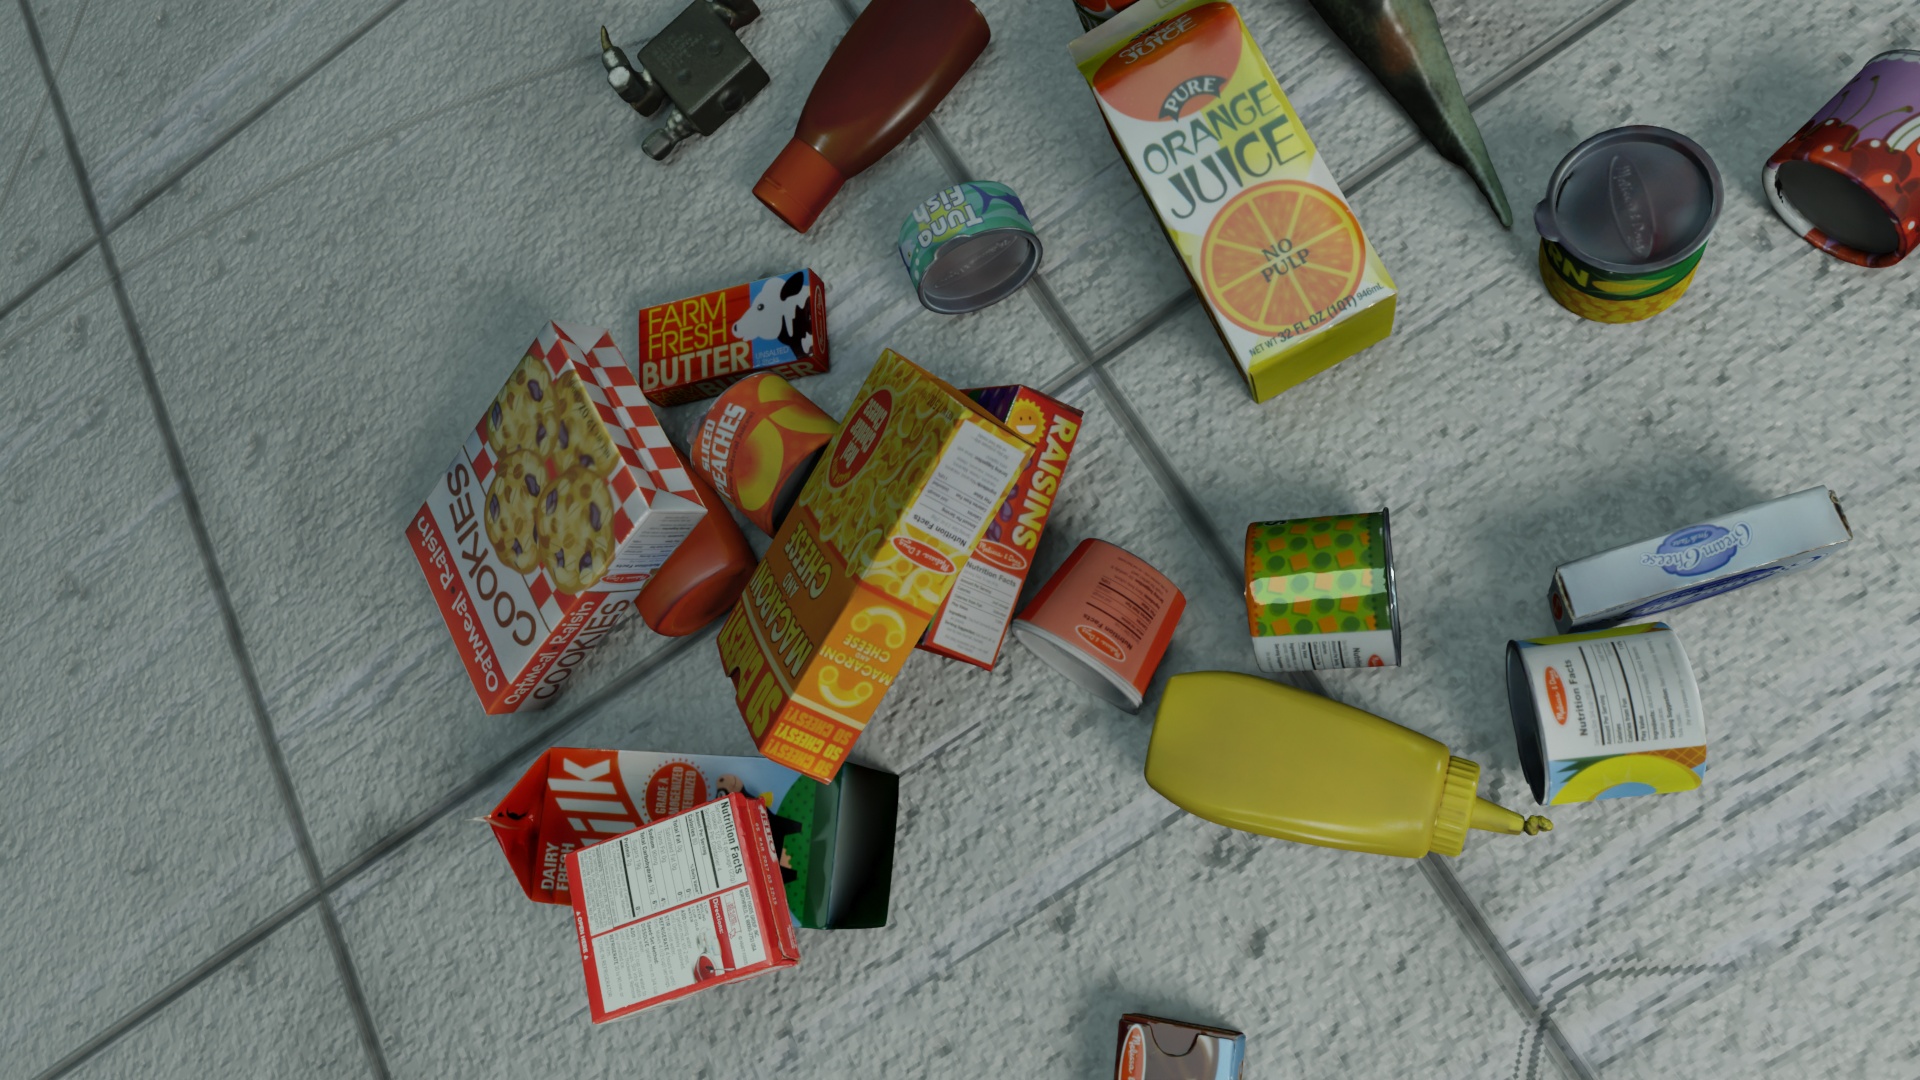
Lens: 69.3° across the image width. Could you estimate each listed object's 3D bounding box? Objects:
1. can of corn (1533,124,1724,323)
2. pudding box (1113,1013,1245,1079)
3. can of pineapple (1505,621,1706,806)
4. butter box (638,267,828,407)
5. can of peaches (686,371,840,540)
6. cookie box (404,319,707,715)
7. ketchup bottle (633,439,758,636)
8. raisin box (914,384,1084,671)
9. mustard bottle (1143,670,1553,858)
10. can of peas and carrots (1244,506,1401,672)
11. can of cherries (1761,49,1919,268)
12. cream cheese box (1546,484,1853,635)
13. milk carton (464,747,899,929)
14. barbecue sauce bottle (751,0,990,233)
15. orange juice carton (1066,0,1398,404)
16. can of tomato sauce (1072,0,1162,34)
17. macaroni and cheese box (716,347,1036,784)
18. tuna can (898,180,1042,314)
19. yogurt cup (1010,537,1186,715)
[{"bbox_3d":[0.281,-0.132,0.592,0.071,0.058,0.071,-5,74,18],"label":"can of corn"},{"bbox_3d":[0.088,0.241,0.571,0.049,0.030,0.084,3,76,21],"label":"pudding box"},{"bbox_3d":[0.250,0.068,0.544,0.058,0.071,0.071,-9,73,13],"label":"can of pineapple"},{"bbox_3d":[-0.122,-0.108,0.743,0.103,0.024,0.053,-11,72,16],"label":"butter box"},{"bbox_3d":[-0.092,-0.041,0.689,0.058,0.071,0.071,39,90,23],"label":"can of peaches"},{"bbox_3d":[-0.210,-0.009,0.705,0.166,0.040,0.123,-46,64,28],"label":"cookie box"},{"bbox_3d":[-0.164,-0.025,0.724,0.064,0.043,0.149,-40,66,14],"label":"ketchup bottle"},{"bbox_3d":[0.002,-0.008,0.641,0.086,0.040,0.123,5,73,64],"label":"raisin box"},{"bbox_3d":[0.159,0.099,0.575,0.160,0.048,0.065,14,81,21],"label":"mustard bottle"},{"bbox_3d":[0.154,0.020,0.590,0.058,0.071,0.071,-5,74,18],"label":"can of peas and carrots"},{"bbox_3d":[0.374,-0.152,0.560,0.058,0.071,0.071,-44,66,4],"label":"can of cherries"},{"bbox_3d":[0.289,0.010,0.553,0.104,0.053,0.024,-19,72,13],"label":"cream cheese box"},{"bbox_3d":[-0.132,0.138,0.652,0.190,0.072,0.073,0,76,19],"label":"milk carton"},{"bbox_3d":[-0.052,-0.233,0.744,0.065,0.043,0.148,39,91,24],"label":"barbecue sauce bottle"},{"bbox_3d":[0.120,-0.166,0.633,0.072,0.073,0.193,-28,78,10],"label":"orange juice carton"},{"bbox_3d":[0.085,-0.279,0.687,0.071,0.083,0.071,-5,74,18],"label":"can of tomato sauce"},{"bbox_3d":[-0.045,0.005,0.616,0.166,0.040,0.124,-58,25,6],"label":"macaroni and cheese box"},{"bbox_3d":[0.003,-0.145,0.685,0.071,0.071,0.033,-27,68,11],"label":"tuna can"},{"bbox_3d":[0.064,0.035,0.619,0.072,0.072,0.054,29,78,24],"label":"yogurt cup"}]
